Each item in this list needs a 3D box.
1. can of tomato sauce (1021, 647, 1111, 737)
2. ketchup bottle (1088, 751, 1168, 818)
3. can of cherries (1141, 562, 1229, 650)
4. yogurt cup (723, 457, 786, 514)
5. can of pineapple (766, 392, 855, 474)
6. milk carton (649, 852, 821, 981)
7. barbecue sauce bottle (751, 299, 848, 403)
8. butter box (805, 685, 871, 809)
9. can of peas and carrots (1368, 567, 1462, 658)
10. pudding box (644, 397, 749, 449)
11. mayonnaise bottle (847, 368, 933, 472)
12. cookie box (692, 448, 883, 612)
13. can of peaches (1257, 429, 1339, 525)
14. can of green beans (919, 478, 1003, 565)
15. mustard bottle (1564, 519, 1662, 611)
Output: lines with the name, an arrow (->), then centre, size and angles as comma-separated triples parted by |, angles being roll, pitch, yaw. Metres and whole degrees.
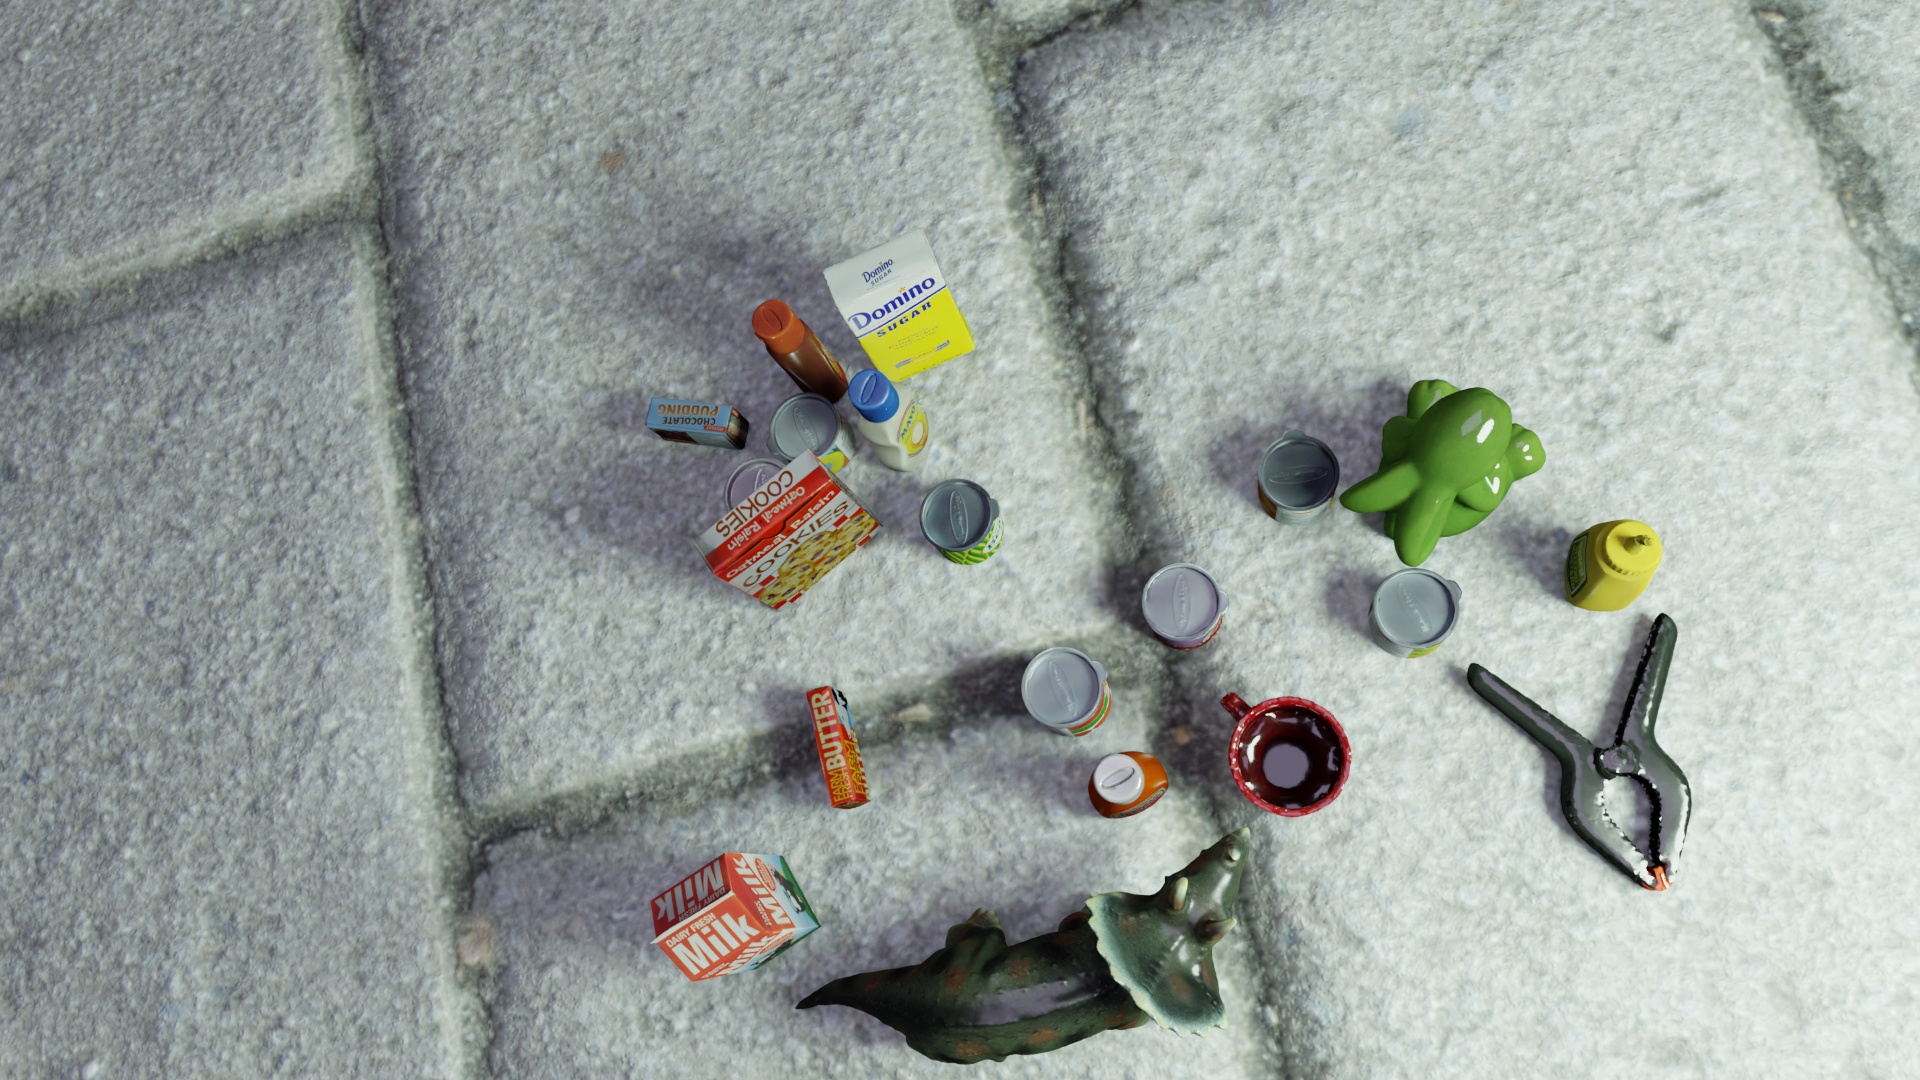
can of tomato sauce -> 0.091, 0.126, 1.157 | 0.071, 0.083, 0.071 | -3, 76, 11
ketchup bottle -> 0.129, 0.192, 1.099 | 0.065, 0.148, 0.043 | -29, 73, 4
can of cherries -> 0.190, 0.057, 1.168 | 0.071, 0.058, 0.071 | -3, 76, 11
yogurt cup -> -0.176, -0.037, 1.267 | 0.072, 0.054, 0.072 | -3, 76, 11
can of pineapple -> -0.136, -0.095, 1.271 | 0.071, 0.057, 0.071 | -3, 76, 11
milk carton -> -0.183, 0.300, 1.112 | 0.072, 0.190, 0.073 | -34, 73, 2
barbecue sauce bottle -> -0.146, -0.170, 1.245 | 0.043, 0.148, 0.065 | -40, 73, 0
butter box -> -0.105, 0.179, 1.199 | 0.024, 0.053, 0.104 | -17, 74, 7
can of peas and carrots -> 0.370, 0.059, 1.131 | 0.071, 0.058, 0.071 | -3, 76, 11
pudding box -> -0.247, -0.109, 1.301 | 0.084, 0.049, 0.030 | 7, 78, 13
mayonnaise bottle -> -0.061, -0.108, 1.212 | 0.041, 0.148, 0.065 | 19, 81, 15
cookie box -> -0.143, -0.004, 1.192 | 0.123, 0.167, 0.040 | -40, 73, 0
can of peaches -> 0.285, -0.052, 1.176 | 0.071, 0.058, 0.071 | -3, 76, 11
can of green beans -> 0.002, -0.015, 1.224 | 0.071, 0.057, 0.071 | -3, 76, 11
mustard bottle -> 0.502, 0.014, 1.063 | 0.049, 0.160, 0.065 | 3, 77, 12
